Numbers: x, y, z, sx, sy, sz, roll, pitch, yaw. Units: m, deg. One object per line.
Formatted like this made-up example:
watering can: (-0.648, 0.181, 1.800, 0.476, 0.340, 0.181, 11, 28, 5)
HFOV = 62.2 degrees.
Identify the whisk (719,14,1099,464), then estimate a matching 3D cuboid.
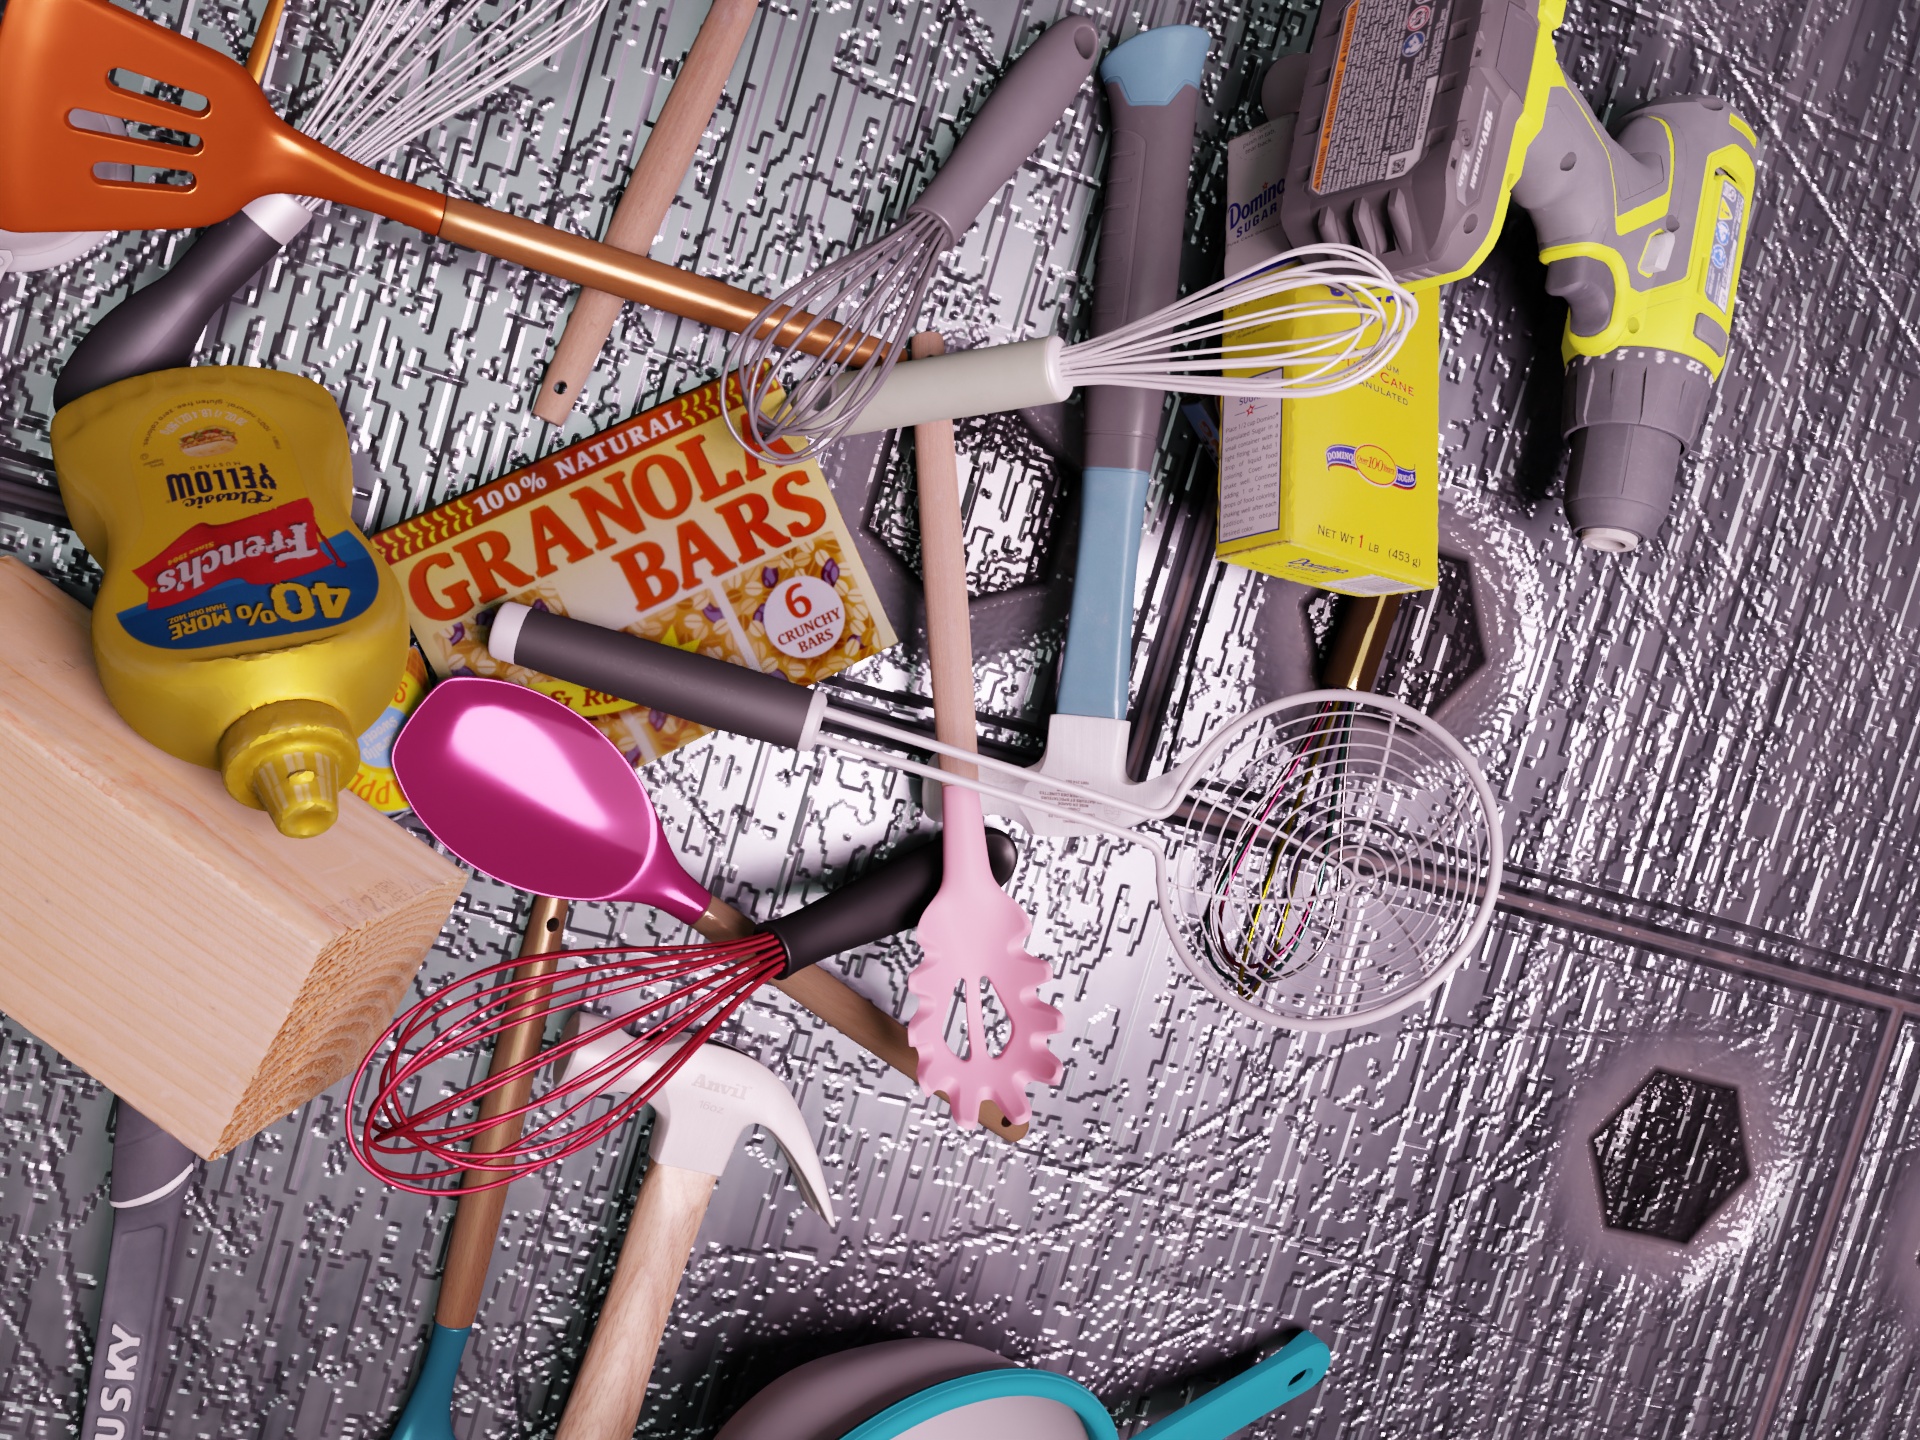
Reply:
whisk: (-0.013, -0.193, 0.612, 0.055, 0.055, 0.239, 39, 70, -14)

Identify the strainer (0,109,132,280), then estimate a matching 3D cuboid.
strainer: (-0.352, -0.137, 0.568, 0.086, 0.050, 0.258, 6, 99, -28)

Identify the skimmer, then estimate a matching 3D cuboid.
skimmer: (0.006, 0.012, 0.571, 0.363, 0.090, 0.127, 17, 78, -4)

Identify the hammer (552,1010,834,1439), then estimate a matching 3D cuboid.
hammer: (-0.147, 0.291, 0.647, 0.130, 0.031, 0.331, 20, 86, -23)

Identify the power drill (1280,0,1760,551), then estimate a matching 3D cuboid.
power drill: (0.232, -0.186, 0.630, 0.228, 0.080, 0.190, 18, 81, -37)

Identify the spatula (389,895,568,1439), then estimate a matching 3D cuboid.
spatula: (-0.194, 0.223, 0.645, 0.082, 0.044, 0.317, 11, 93, -38)

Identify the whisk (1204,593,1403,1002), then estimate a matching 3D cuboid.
whisk: (0.162, 0.008, 0.704, 0.047, 0.051, 0.245, 20, 88, -35)

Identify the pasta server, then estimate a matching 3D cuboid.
pasta server: (-0.001, -0.002, 0.631, 0.060, 0.040, 0.316, -3, 85, -8)

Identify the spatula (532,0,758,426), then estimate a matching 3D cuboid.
spatula: (-0.094, -0.260, 0.620, 0.059, 0.018, 0.316, 25, 90, -15)

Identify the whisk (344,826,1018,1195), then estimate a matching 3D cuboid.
whisk: (-0.086, 0.094, 0.596, 0.296, 0.073, 0.073, -20, 103, -39)

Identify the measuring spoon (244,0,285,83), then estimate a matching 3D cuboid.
measuring spoon: (-0.252, -0.264, 0.577, 0.011, 0.021, 0.117, 17, 89, -36)

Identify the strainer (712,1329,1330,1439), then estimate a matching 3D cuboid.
strainer: (0.010, 0.317, 0.686, 0.340, 0.095, 0.211, -13, 118, -32)

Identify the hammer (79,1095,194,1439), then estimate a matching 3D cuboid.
hammer: (-0.322, 0.198, 0.618, 0.149, 0.036, 0.409, 9, 94, -13)

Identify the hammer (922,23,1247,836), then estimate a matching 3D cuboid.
hammer: (0.064, -0.116, 0.651, 0.128, 0.033, 0.331, 6, 91, 15)

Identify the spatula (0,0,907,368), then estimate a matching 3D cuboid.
spatula: (-0.162, -0.170, 0.572, 0.322, 0.041, 0.081, 12, 117, -27)

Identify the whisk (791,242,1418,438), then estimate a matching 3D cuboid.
whisk: (0.045, -0.133, 0.596, 0.246, 0.059, 0.058, -4, 74, 24)

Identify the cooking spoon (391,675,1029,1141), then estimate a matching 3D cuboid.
cooking spoon: (-0.086, 0.090, 0.639, 0.318, 0.017, 0.069, 39, 71, -24)

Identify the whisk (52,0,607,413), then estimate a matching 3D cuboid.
whisk: (-0.229, -0.211, 0.580, 0.284, 0.070, 0.070, -45, 104, 1)

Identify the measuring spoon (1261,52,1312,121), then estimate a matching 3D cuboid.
measuring spoon: (0.145, -0.222, 0.678, 0.034, 0.018, 0.124, -1, 98, -13)
